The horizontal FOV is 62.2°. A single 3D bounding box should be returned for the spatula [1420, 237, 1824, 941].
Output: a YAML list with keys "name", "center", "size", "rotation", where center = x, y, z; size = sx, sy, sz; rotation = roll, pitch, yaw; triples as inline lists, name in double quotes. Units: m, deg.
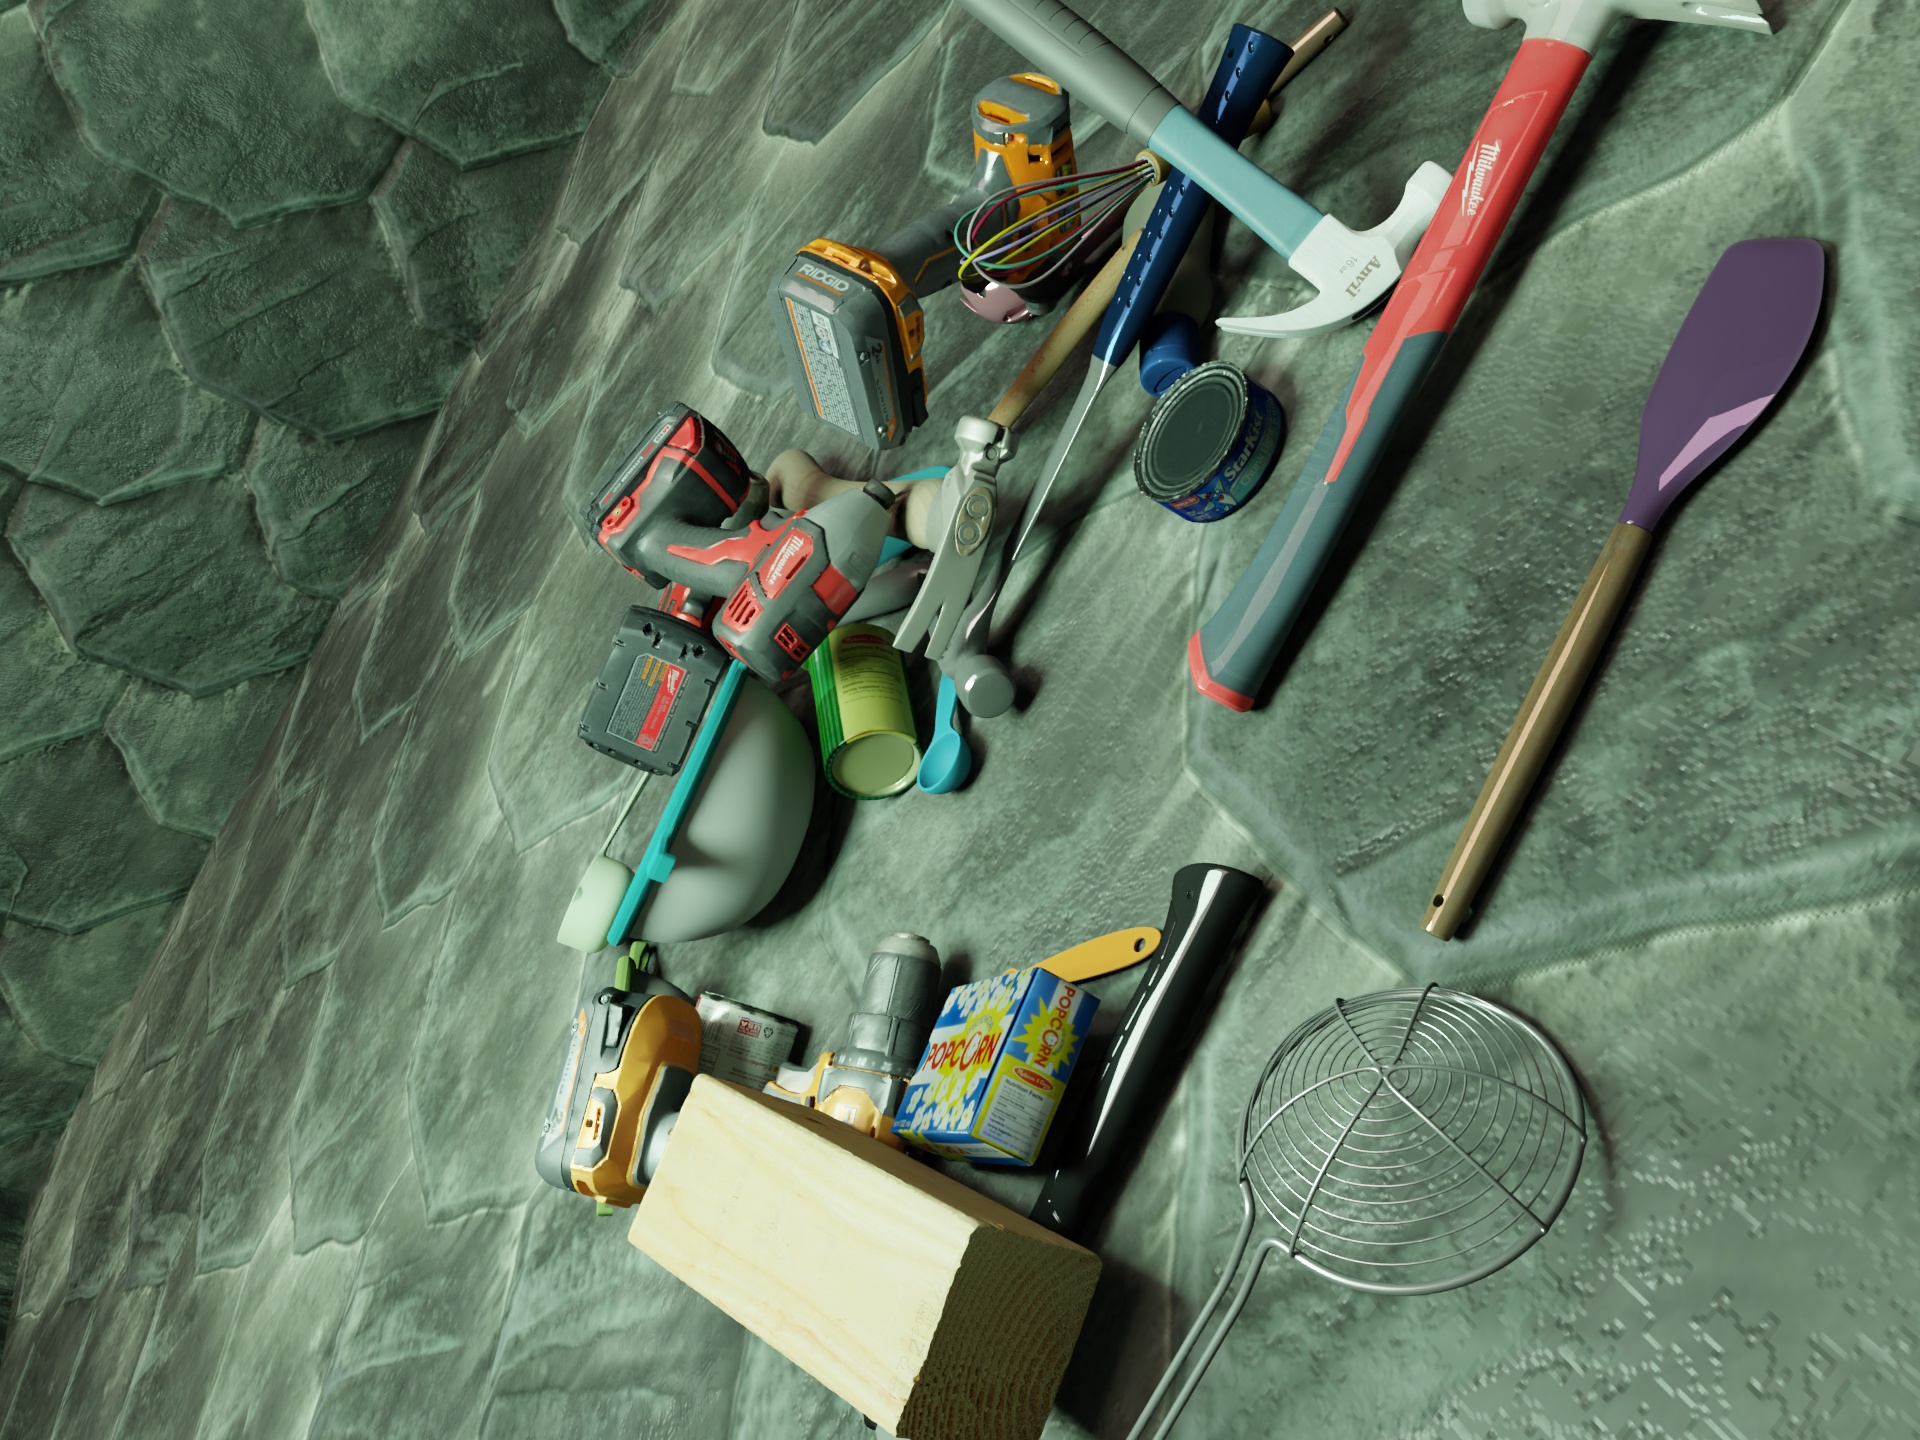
- name: "spatula"
  center: [0.263, -0.054, 0.642]
  size: [0.060, 0.018, 0.316]
  rotation: [28, 91, 58]

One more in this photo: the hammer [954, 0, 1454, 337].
- name: "hammer"
  center: [0.101, -0.328, 0.854]
  size: [0.331, 0.033, 0.128]
  rotation: [43, 105, 12]

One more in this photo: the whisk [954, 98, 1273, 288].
- name: "whisk"
  center: [0.092, -0.317, 0.941]
  size: [0.245, 0.047, 0.051]
  rotation: [-33, 60, -23]

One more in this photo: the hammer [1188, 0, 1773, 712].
- name: "hammer"
  center: [0.223, -0.174, 0.754]
  size: [0.143, 0.038, 0.386]
  rotation: [33, 101, 41]

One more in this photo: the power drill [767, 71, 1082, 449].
- name: "power drill"
  center: [-0.006, -0.272, 0.988]
  size: [0.084, 0.164, 0.226]
  rotation: [31, 66, 27]

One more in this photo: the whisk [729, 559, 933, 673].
- name: "whisk"
  center: [-0.092, -0.076, 1.163]
  size: [0.239, 0.055, 0.055]
  rotation: [-17, 55, 45]

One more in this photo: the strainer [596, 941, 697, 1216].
- name: "strainer"
  center: [-0.212, 0.221, 1.123]
  size: [0.256, 0.069, 0.151]
  rotation: [-111, 29, -71]

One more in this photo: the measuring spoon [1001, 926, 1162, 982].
- name: "measuring spoon"
  center: [0.062, 0.128, 0.824]
  size: [0.117, 0.011, 0.021]
  rotation: [-26, 45, 41]

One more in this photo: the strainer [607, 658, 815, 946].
- name: "strainer"
  center: [-0.175, 0.100, 1.134]
  size: [0.340, 0.095, 0.211]
  rotation: [125, 167, -56]

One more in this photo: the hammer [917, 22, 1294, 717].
- name: "hammer"
  center: [0.078, -0.204, 0.938]
  size: [0.405, 0.035, 0.144]
  rotation: [-63, 26, 19]

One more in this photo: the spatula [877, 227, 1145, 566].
- name: "spatula"
  center: [0.025, -0.211, 1.055]
  size: [0.317, 0.044, 0.082]
  rotation: [-46, 33, 45]

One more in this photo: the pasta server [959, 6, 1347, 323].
- name: "pasta server"
  center: [0.120, -0.357, 1.048]
  size: [0.316, 0.060, 0.040]
  rotation: [-35, 74, 36]

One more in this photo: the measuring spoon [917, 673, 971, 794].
- name: "measuring spoon"
  center: [-0.002, -0.003, 1.007]
  size: [0.042, 0.021, 0.129]
  rotation: [-37, 32, 39]

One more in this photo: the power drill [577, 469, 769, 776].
- name: "power drill"
  center: [-0.205, -0.081, 1.209]
  size: [0.227, 0.080, 0.187]
  rotation: [-84, 20, -63]

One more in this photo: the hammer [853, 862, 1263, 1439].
- name: "hammer"
  center: [0.056, 0.219, 0.742]
  size: [0.146, 0.035, 0.335]
  rotation: [28, 92, 59]

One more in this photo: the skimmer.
- name: "skimmer"
  center: [0.111, 0.264, 0.635]
  size: [0.363, 0.090, 0.127]
  rotation: [-65, 33, 19]

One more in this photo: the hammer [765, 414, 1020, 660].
- name: "hammer"
  center: [-0.074, -0.144, 1.124]
  size: [0.411, 0.038, 0.146]
  rotation: [26, 98, 65]

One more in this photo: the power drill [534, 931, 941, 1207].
- name: "power drill"
  center: [-0.117, 0.204, 0.908]
  size: [0.226, 0.084, 0.185]
  rotation: [3, 70, 28]

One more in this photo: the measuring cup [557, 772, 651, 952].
- name: "measuring cup"
  center: [-0.263, 0.106, 1.255]
  size: [0.168, 0.038, 0.083]
  rotation: [-64, 3, -14]

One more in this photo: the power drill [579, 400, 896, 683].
- name: "power drill"
  center: [-0.142, -0.125, 1.045]
  size: [0.220, 0.078, 0.143]
  rotation: [33, 81, 41]
